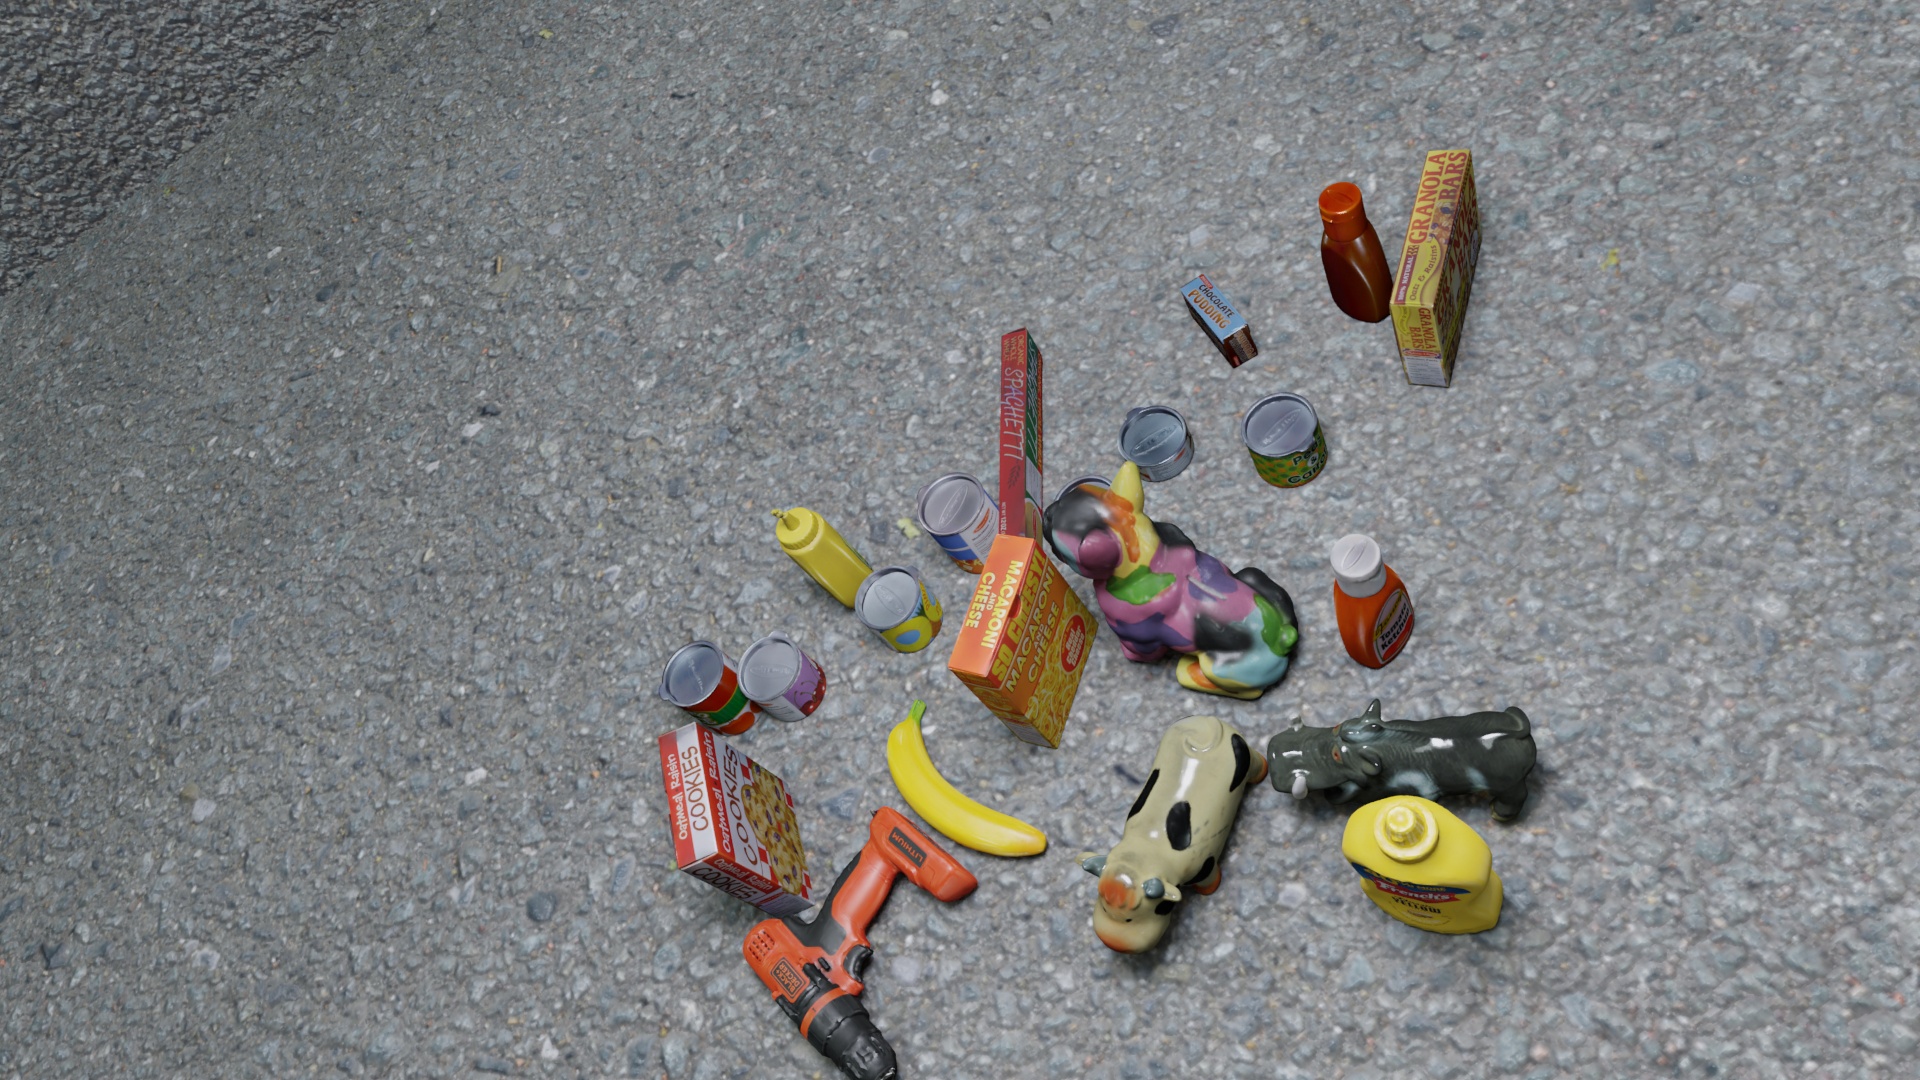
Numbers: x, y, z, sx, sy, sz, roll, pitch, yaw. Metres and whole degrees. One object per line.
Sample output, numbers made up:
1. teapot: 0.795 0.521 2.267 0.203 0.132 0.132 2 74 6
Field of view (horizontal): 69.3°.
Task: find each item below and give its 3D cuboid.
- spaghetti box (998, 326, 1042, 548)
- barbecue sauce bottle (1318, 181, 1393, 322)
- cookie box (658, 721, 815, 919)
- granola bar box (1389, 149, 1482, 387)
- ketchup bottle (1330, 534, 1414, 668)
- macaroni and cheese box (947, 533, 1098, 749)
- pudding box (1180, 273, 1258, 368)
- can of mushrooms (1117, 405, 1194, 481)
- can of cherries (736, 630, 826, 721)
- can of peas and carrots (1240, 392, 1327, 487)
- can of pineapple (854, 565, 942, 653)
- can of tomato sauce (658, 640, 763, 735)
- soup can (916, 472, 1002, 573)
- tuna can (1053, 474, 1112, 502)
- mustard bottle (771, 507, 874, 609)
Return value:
1. spaghetti box: 0.059 -0.092 1.342 0.028 0.050 0.251 -10 58 20
2. barbecue sauce bottle: 0.350 -0.258 1.241 0.044 0.148 0.065 -45 53 -4
3. cookie box: -0.192 0.243 1.191 0.040 0.167 0.123 -26 54 10
4. granola bar box: 0.416 -0.236 1.212 0.039 0.124 0.166 7 66 29
5. ketchup bottle: 0.317 0.044 1.080 0.043 0.148 0.065 30 78 35
6. macaroni and cheese box: 0.057 0.087 1.166 0.040 0.166 0.124 9 66 29
7. pudding box: 0.246 -0.210 1.323 0.030 0.049 0.084 -33 53 5
8. can of mushrooms: 0.181 -0.092 1.295 0.071 0.033 0.071 -11 58 19
9. can of cherries: -0.167 0.129 1.314 0.071 0.058 0.072 -12 58 19
10. can of peas and carrots: 0.288 -0.087 1.226 0.071 0.058 0.071 -12 58 19
11. can of pineapple: -0.055 0.064 1.300 0.071 0.057 0.071 -12 58 19
12. can of tomato sauce: -0.235 0.143 1.322 0.071 0.083 0.071 -12 58 19
13. soup can: 0.005 -0.016 1.303 0.071 0.083 0.071 -12 58 19
14. tuna can: 0.122 -0.023 1.283 0.071 0.032 0.071 -11 58 19
15. mustard bottle: -0.132 0.009 1.304 0.049 0.159 0.065 -46 54 -5
